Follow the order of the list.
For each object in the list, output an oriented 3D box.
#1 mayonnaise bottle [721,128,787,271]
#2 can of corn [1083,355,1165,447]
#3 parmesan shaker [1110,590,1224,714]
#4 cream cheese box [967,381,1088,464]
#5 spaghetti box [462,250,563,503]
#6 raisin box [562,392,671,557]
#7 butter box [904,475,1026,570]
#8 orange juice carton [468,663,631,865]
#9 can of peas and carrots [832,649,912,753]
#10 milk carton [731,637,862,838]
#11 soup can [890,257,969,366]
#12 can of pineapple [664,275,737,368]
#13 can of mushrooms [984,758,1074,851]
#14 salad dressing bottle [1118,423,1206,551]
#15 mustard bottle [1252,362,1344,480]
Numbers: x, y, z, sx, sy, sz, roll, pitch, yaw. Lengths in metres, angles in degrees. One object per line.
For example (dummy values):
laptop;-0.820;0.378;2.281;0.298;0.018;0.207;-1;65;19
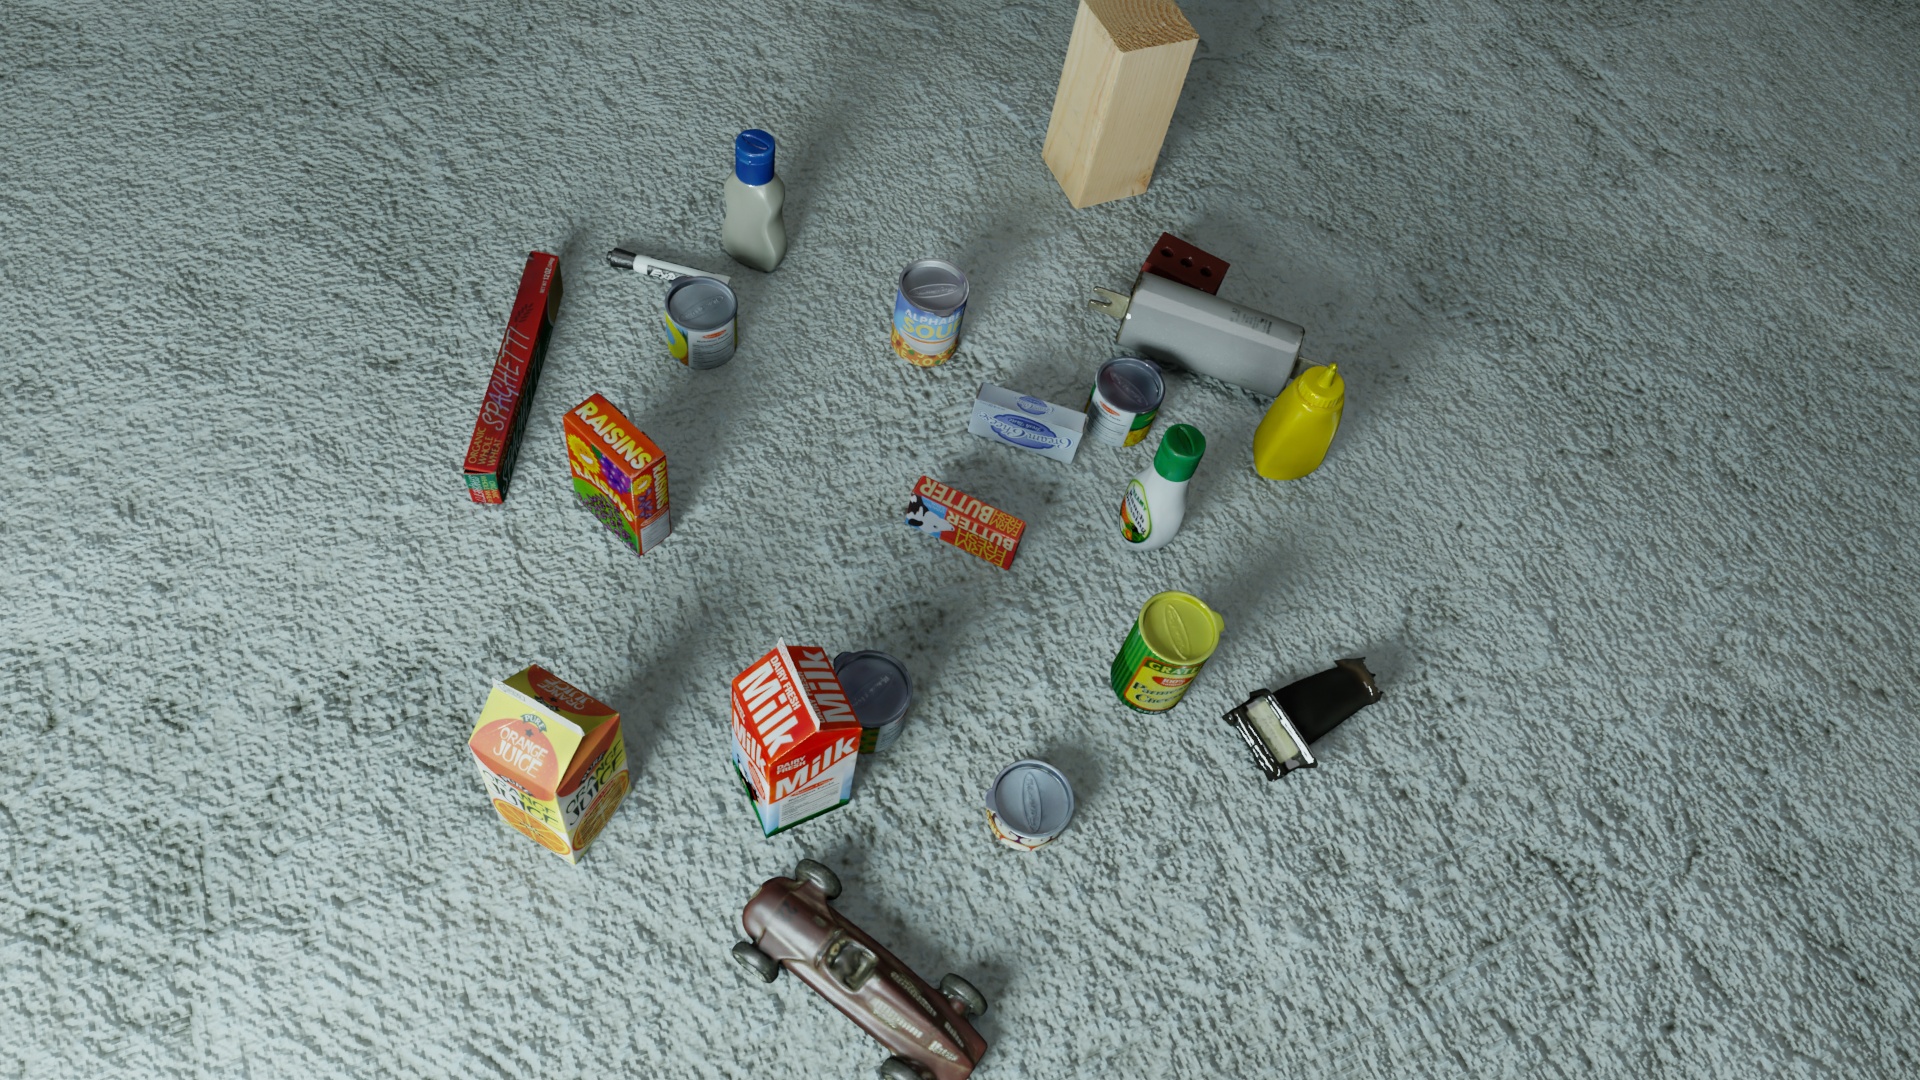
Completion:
mayonnaise bottle;-0.195;-0.322;1.316;0.065;0.147;0.041;28;59;8
can of corn;0.155;-0.131;1.309;0.071;0.058;0.071;4;58;-7
parmesan shaker;0.169;0.094;1.145;0.071;0.102;0.071;4;58;-7
cream cheese box;0.062;-0.108;1.282;0.104;0.053;0.024;18;58;2
spaghetti box;-0.394;-0.148;1.233;0.029;0.050;0.251;7;58;-5
raisin box;-0.282;-0.053;1.150;0.086;0.122;0.040;41;61;16
butter box;0.004;-0.015;1.215;0.103;0.052;0.024;25;58;6
orange juice carton;-0.288;0.154;0.981;0.072;0.191;0.073;29;59;9
can of peas and carrots;-0.076;0.128;1.110;0.071;0.058;0.071;4;58;-7
milk carton;-0.122;0.142;1.016;0.074;0.189;0.072;-20;64;-20
soup can;-0.029;-0.212;1.313;0.071;0.083;0.071;4;58;-7
can of pineapple;-0.240;-0.203;1.288;0.071;0.057;0.071;4;58;-7
can of mushrooms;0.052;0.209;1.096;0.071;0.033;0.071;4;58;-7
salad dressing bottle;0.176;-0.046;1.206;0.044;0.147;0.064;-11;61;-15
mustard bottle;0.315;-0.114;1.264;0.065;0.159;0.049;1;59;-9
